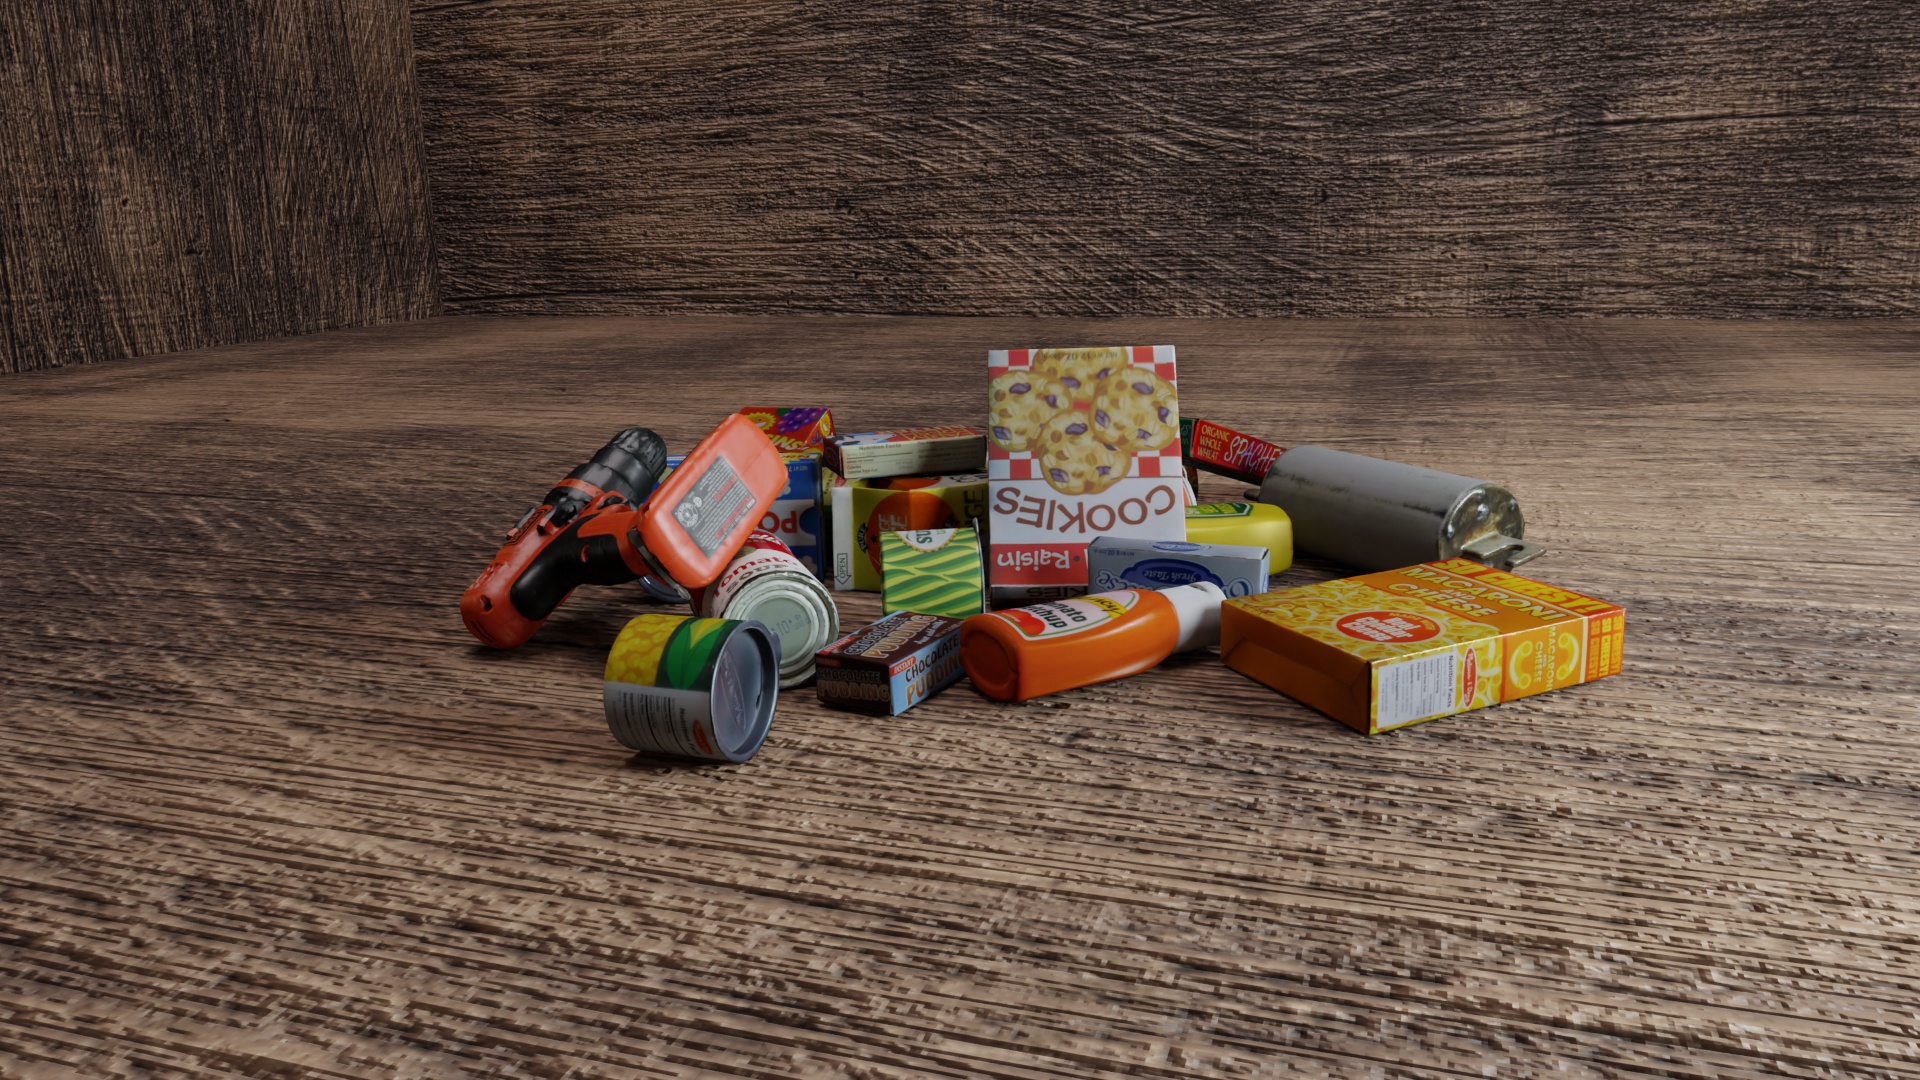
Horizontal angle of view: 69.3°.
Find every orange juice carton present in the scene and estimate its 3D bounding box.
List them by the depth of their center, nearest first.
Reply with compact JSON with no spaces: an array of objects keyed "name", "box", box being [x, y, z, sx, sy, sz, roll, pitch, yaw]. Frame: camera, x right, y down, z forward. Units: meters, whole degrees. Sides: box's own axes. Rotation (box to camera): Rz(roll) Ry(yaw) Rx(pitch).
[{"name":"orange juice carton","box":[0.003,-0.012,0.951,0.193,0.071,0.073,-7,15,-23]}]

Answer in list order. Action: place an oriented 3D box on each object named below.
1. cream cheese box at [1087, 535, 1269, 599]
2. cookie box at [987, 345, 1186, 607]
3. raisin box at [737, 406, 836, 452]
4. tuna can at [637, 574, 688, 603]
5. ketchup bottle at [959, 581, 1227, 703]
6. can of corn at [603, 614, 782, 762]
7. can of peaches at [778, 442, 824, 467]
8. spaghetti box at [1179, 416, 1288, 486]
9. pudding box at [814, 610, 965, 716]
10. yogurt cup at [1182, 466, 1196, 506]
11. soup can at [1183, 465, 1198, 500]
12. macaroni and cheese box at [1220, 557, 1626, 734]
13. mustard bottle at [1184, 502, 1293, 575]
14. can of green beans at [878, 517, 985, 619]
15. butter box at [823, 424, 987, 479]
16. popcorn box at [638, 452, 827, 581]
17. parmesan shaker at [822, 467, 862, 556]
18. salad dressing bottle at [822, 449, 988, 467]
[{"name":"cream cheese box","box":[0.127,0.029,0.813,0.104,0.053,0.024,4,17,21]},{"name":"cookie box","box":[0.079,-0.042,0.892,0.123,0.168,0.040,-1,-22,2]},{"name":"raisin box","box":[-0.167,-0.068,1.184,0.086,0.040,0.124,2,35,18]},{"name":"tuna can","box":[-0.184,0.003,0.912,0.071,0.071,0.033,-5,13,-13]},{"name":"ketchup bottle","box":[0.077,0.051,0.748,0.149,0.043,0.065,-9,16,-29]},{"name":"can of corn","box":[-0.125,0.067,0.656,0.058,0.071,0.071,3,14,19]},{"name":"can of peaches","box":[-0.121,-0.044,1.095,0.071,0.071,0.058,9,16,37]},{"name":"spaghetti box","box":[0.222,-0.061,1.064,0.050,0.028,0.250,10,0,41]},{"name":"pudding box","box":[-0.034,0.064,0.737,0.049,0.030,0.084,6,15,30]},{"name":"yogurt cup","box":[0.129,-0.019,0.986,0.054,0.072,0.072,-15,18,-19]},{"name":"soup can","box":[0.132,-0.041,1.067,0.084,0.071,0.071,-7,15,-23]},{"name":"macaroni and cheese box","box":[0.242,0.051,0.736,0.167,0.040,0.124,-8,15,-23]},{"name":"mustard bottle","box":[0.137,0.002,0.925,0.160,0.048,0.065,-3,11,-8]},{"name":"can of green beans","box":[-0.017,0.026,0.812,0.058,0.071,0.071,-3,14,-4]},{"name":"butter box","box":[-0.038,-0.061,0.946,0.104,0.024,0.053,-6,14,-18]},{"name":"popcorn box","box":[-0.157,-0.016,0.955,0.127,0.085,0.038,-1,13,3]},{"name":"parmesan shaker","box":[-0.113,-0.022,1.014,0.103,0.071,0.071,2,14,15]},{"name":"salad dressing bottle","box":[-0.033,-0.050,1.075,0.148,0.064,0.044,10,29,-24]}]
